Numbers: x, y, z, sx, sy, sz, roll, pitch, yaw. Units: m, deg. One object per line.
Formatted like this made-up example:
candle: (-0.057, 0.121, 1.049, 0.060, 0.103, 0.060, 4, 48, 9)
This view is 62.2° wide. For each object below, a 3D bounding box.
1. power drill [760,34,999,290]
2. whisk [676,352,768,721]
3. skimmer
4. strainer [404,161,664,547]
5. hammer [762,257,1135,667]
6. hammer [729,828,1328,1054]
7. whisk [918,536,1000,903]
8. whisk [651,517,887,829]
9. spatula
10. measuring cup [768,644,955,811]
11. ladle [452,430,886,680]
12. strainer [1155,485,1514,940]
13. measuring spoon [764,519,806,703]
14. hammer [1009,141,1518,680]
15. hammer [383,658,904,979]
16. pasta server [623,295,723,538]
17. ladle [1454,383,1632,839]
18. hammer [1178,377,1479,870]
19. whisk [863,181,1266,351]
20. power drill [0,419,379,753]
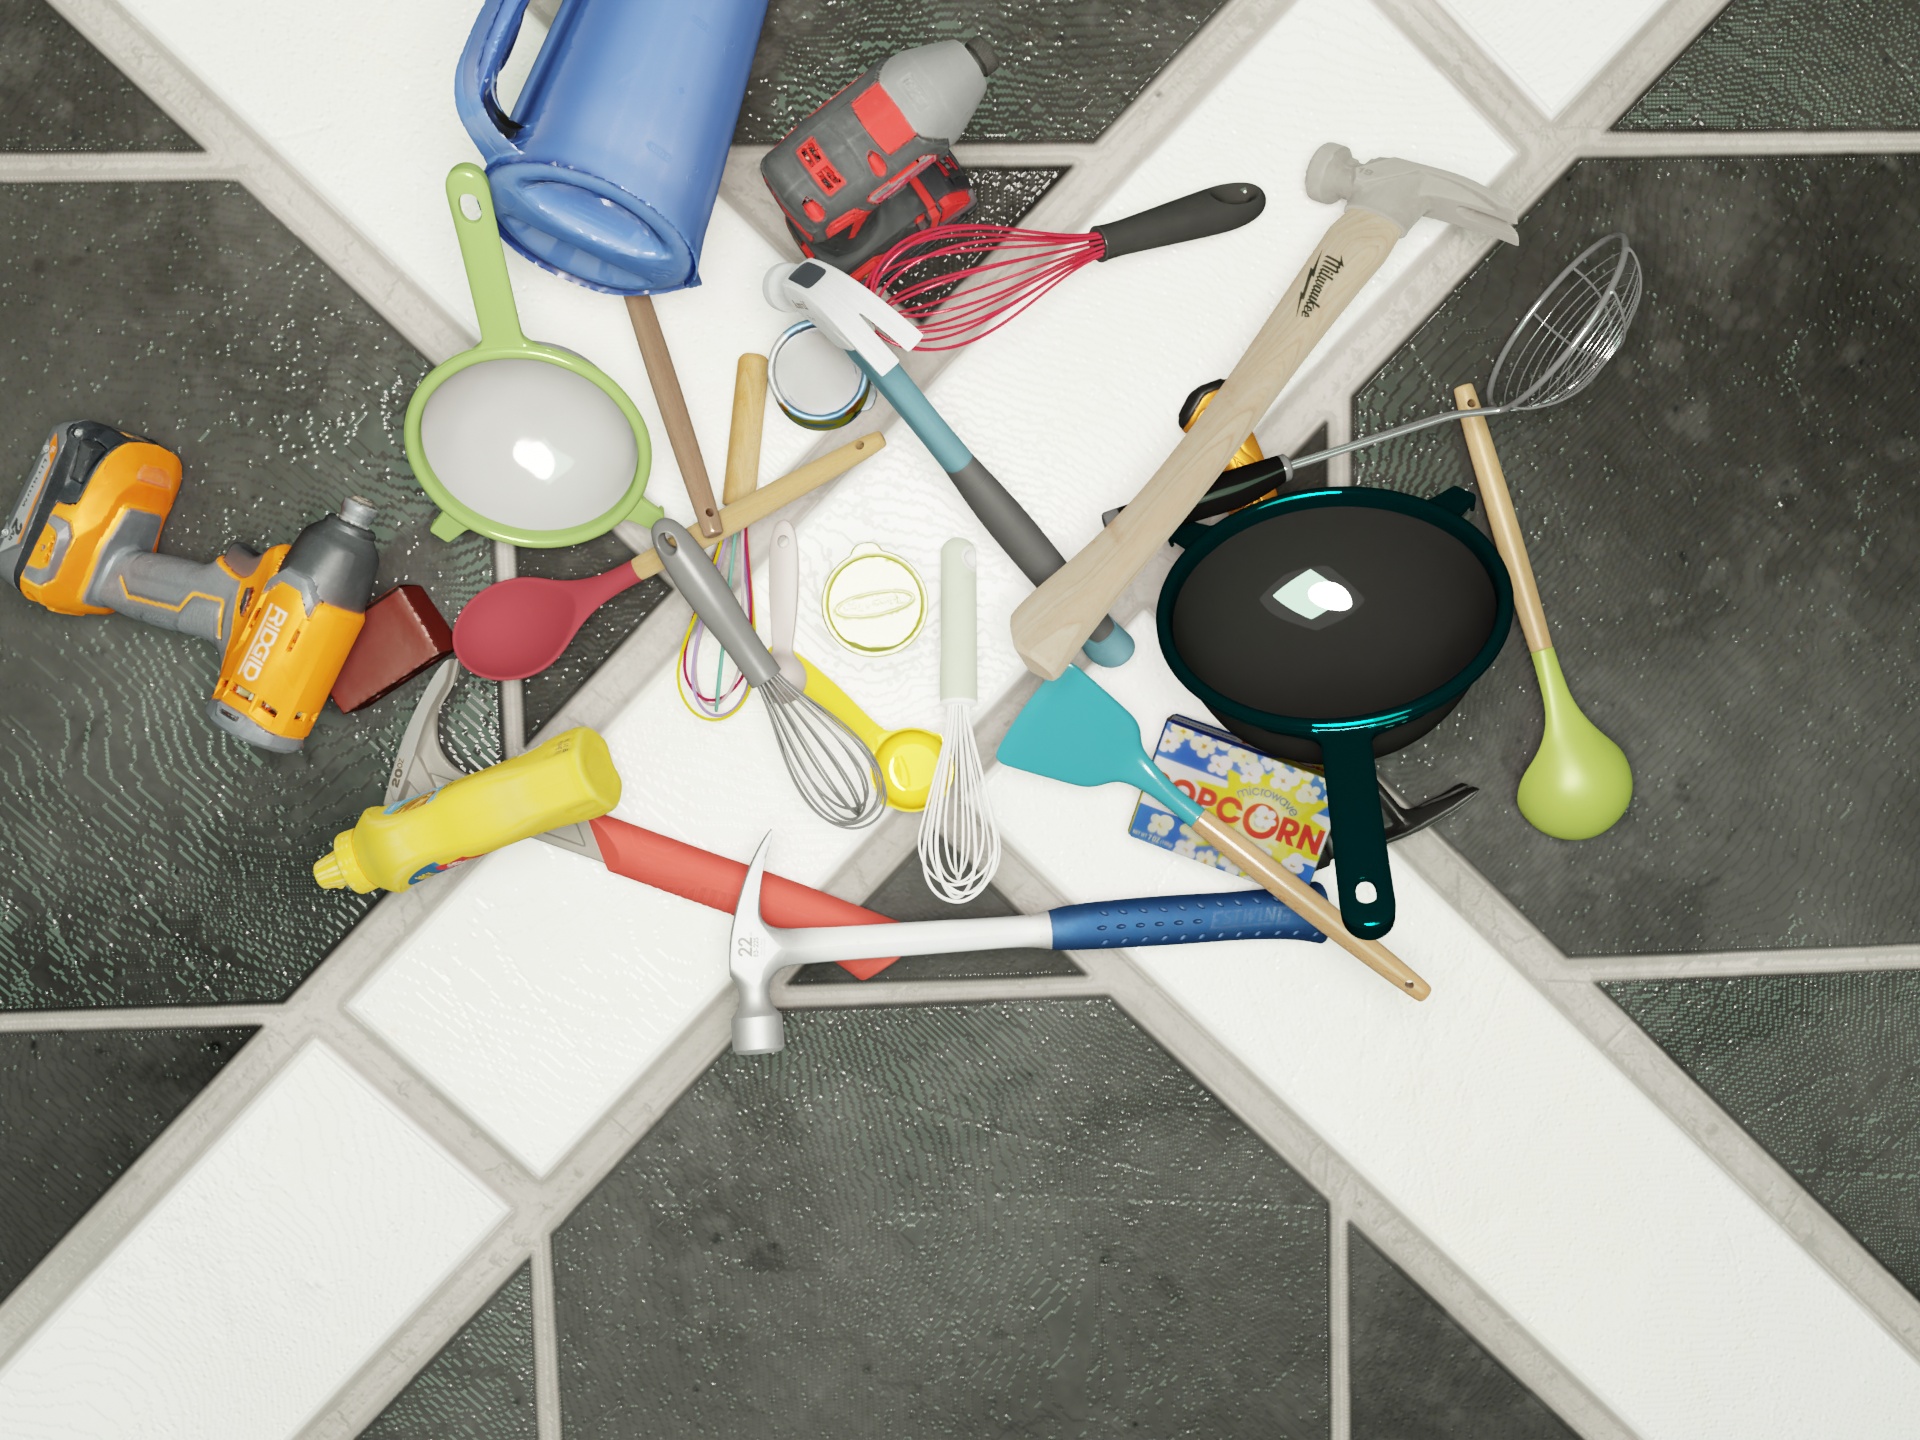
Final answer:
power drill: (-0.044, -0.331, 0.949, 0.143, 0.220, 0.078, -38, 96, 1)
whisk: (-0.153, -0.121, 1.053, 0.047, 0.051, 0.245, 7, 92, 3)
skimmer: (0.256, -0.209, 1.015, 0.363, 0.127, 0.090, -19, 100, 2)
strainer: (-0.274, -0.227, 0.981, 0.151, 0.069, 0.256, -4, 132, -2)
hammer: (0.006, -0.153, 0.997, 0.033, 0.128, 0.330, -46, 119, -5)
hammer: (0.049, 0.135, 1.063, 0.405, 0.035, 0.144, -3, 84, -9)
whisk: (-0.002, -0.003, 1.040, 0.059, 0.057, 0.246, -11, 72, 35)
whisk: (-0.123, -0.030, 1.021, 0.055, 0.055, 0.239, -34, 103, 1)
spatula: (0.172, 0.083, 1.028, 0.317, 0.044, 0.082, 37, 106, 6)
measuring cup: (-0.069, 0.001, 1.081, 0.156, 0.029, 0.062, 40, 95, 7)
ladle: (-0.188, -0.111, 1.031, 0.315, 0.031, 0.069, -26, 79, 10)
strainer: (0.228, 0.004, 0.949, 0.211, 0.341, 0.095, -6, 138, 12)
measuring spoon: (-0.121, -0.073, 1.065, 0.034, 0.018, 0.124, 1, 90, 10)
hammer: (0.176, -0.188, 0.985, 0.146, 0.038, 0.411, 32, 79, 33)
hammer: (-0.204, 0.085, 1.072, 0.359, 0.037, 0.149, 20, 94, -3)
pasta server: (-0.204, -0.267, 1.014, 0.060, 0.040, 0.316, -16, 84, -20)
ladle: (0.385, -0.073, 1.086, 0.078, 0.062, 0.320, -16, 89, 1)
hammer: (0.234, -0.072, 1.077, 0.127, 0.034, 0.337, -22, 96, 1)
whisk: (0.070, -0.299, 1.011, 0.296, 0.073, 0.073, -21, 96, -19)
power drill: (-0.472, -0.101, 0.995, 0.226, 0.084, 0.164, 29, 94, 12)
